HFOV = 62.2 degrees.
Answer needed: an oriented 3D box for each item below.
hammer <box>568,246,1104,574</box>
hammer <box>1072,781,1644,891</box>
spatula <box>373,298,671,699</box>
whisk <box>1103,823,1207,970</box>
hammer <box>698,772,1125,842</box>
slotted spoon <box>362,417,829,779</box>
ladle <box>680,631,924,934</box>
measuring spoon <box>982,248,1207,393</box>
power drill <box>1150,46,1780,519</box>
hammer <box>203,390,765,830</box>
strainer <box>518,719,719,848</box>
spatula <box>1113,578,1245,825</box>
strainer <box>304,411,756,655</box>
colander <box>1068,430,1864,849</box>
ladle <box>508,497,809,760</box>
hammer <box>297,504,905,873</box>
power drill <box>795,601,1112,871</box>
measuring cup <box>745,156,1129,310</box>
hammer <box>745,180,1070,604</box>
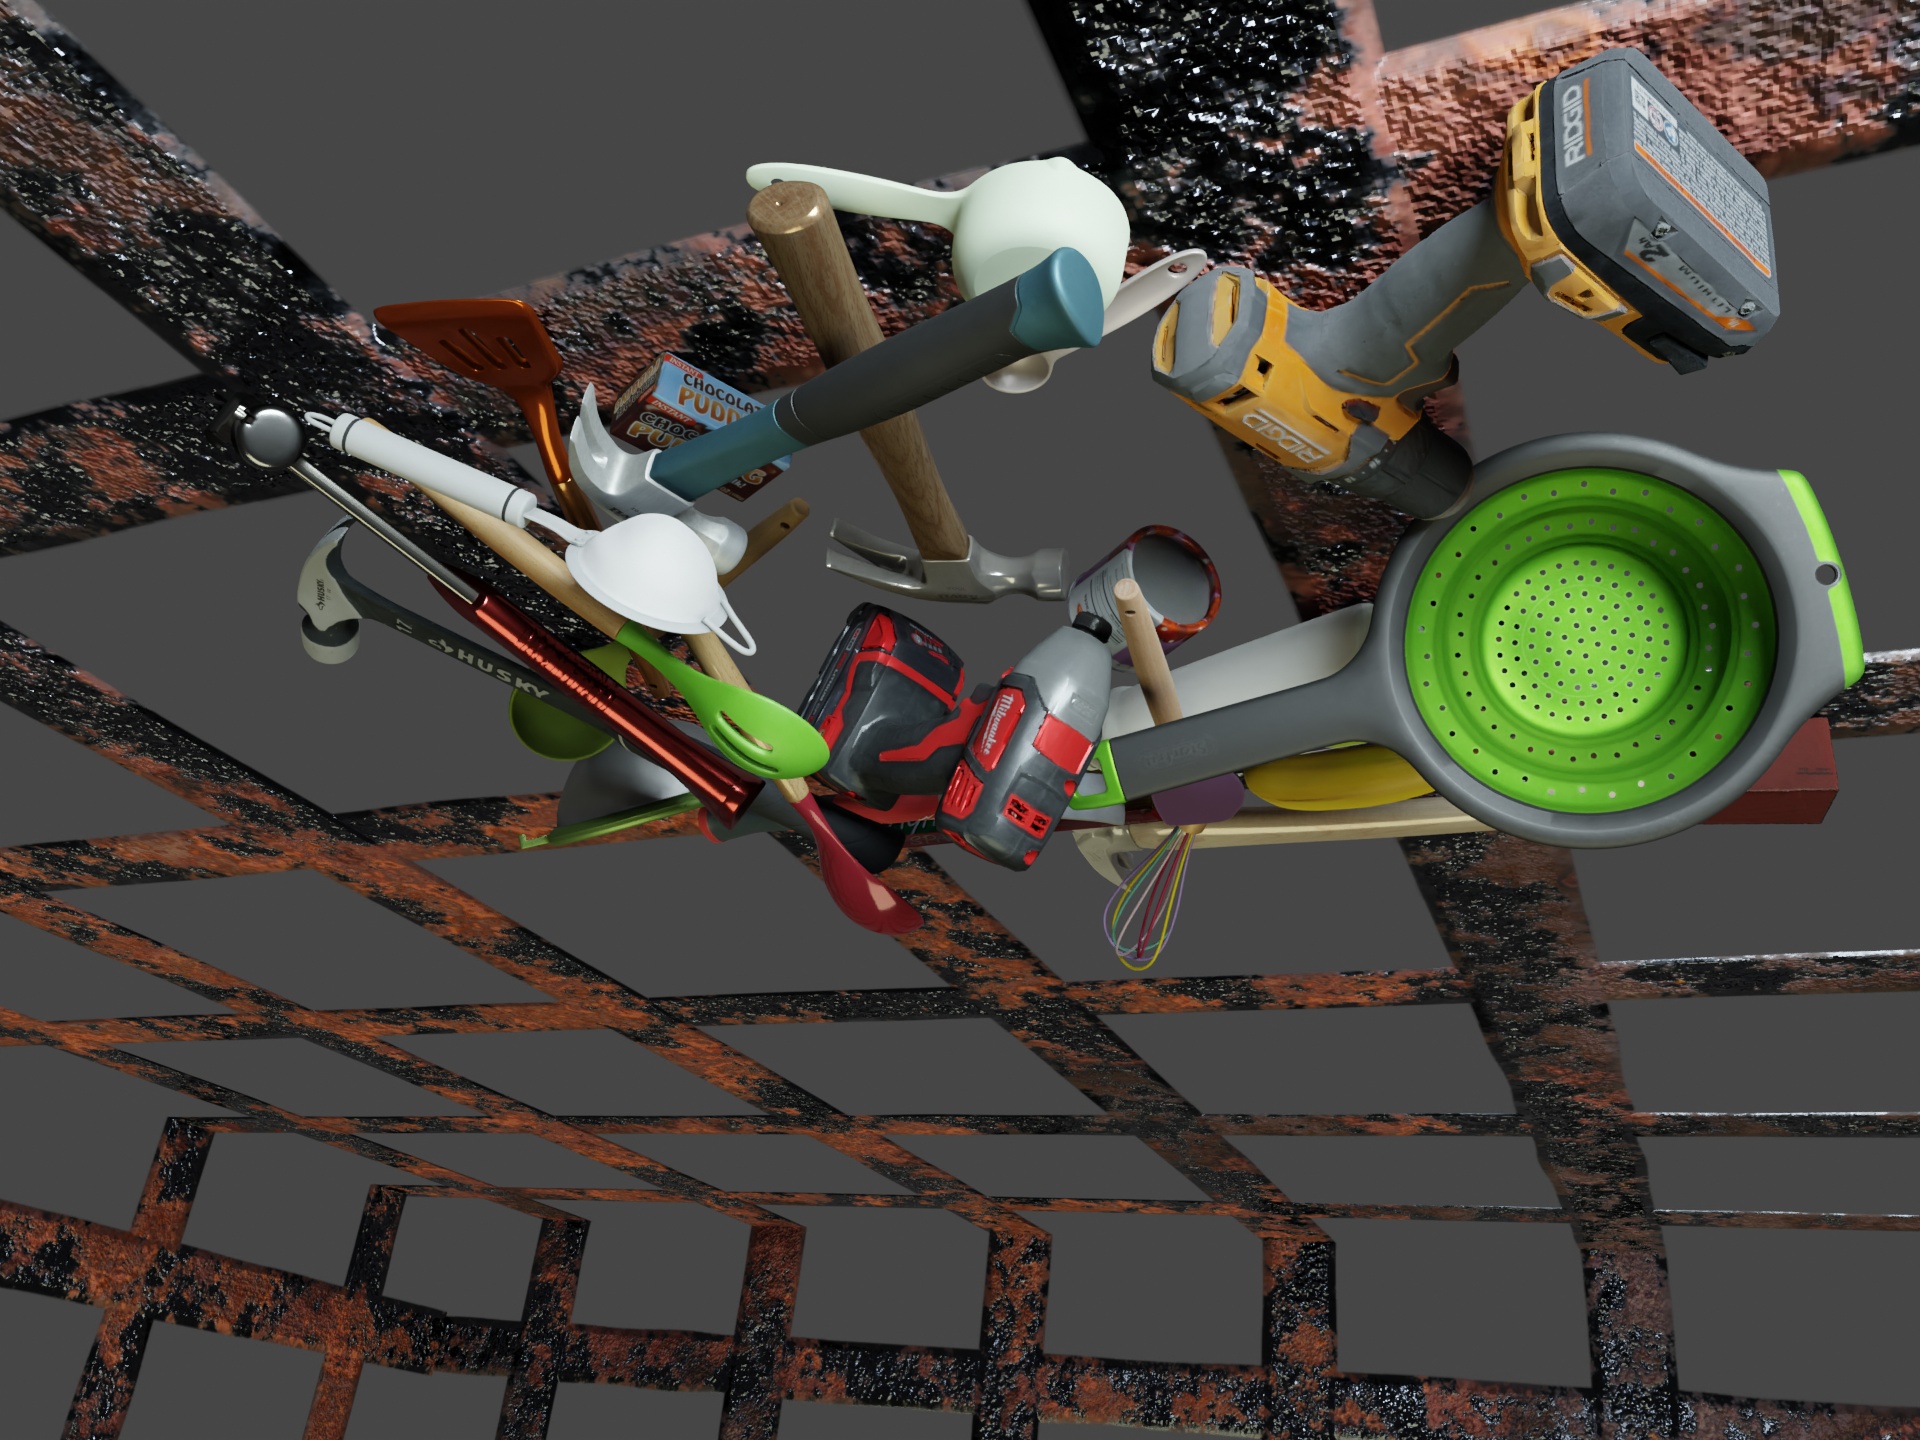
[{"bbox_3d":[-0.064,-0.140,0.724,0.128,0.033,0.331,30,151,-37],"label":"hammer"},{"bbox_3d":[0.287,0.076,1.157,0.411,0.038,0.146,-5,152,21],"label":"hammer"},{"bbox_3d":[-0.215,-0.111,0.876,0.081,0.041,0.322,0,141,12],"label":"spatula"},{"bbox_3d":[0.157,0.091,1.124,0.051,0.047,0.244,12,129,-10],"label":"whisk"},{"bbox_3d":[-0.059,0.064,1.135,0.143,0.038,0.386,5,172,-39],"label":"hammer"},{"bbox_3d":[-0.204,-0.064,0.866,0.314,0.031,0.070,38,147,1],"label":"slotted spoon"},{"bbox_3d":[-0.105,0.024,0.926,0.069,0.031,0.315,10,139,43],"label":"ladle"},{"bbox_3d":[0.060,-0.188,0.732,0.124,0.018,0.034,-24,144,34],"label":"measuring spoon"},{"bbox_3d":[0.221,-0.161,0.676,0.185,0.084,0.226,23,152,-32],"label":"power drill"},{"bbox_3d":[-0.252,-0.053,0.884,0.358,0.037,0.149,41,169,-29],"label":"hammer"},{"bbox_3d":[-0.187,0.026,1.105,0.256,0.069,0.151,-17,180,37],"label":"strainer"},{"bbox_3d":[0.124,0.001,0.930,0.060,0.018,0.315,-7,153,14],"label":"spatula"},{"bbox_3d":[-0.214,-0.105,0.799,0.258,0.087,0.050,24,117,3],"label":"strainer"},{"bbox_3d":[0.246,-0.019,0.845,0.397,0.204,0.094,-17,177,21],"label":"colander"},{"bbox_3d":[-0.190,-0.054,0.996,0.078,0.062,0.320,31,142,-27],"label":"ladle"},{"bbox_3d":[-0.222,-0.005,0.994,0.409,0.036,0.149,26,146,-4],"label":"hammer"},{"bbox_3d":[-0.001,-0.003,0.908,0.078,0.143,0.220,33,170,-31],"label":"power drill"},{"bbox_3d":[-0.011,-0.206,0.680,0.167,0.038,0.083,9,152,-6],"label":"measuring cup"},{"bbox_3d":[-0.037,-0.144,0.792,0.130,0.031,0.331,0,156,15],"label":"hammer"}]
